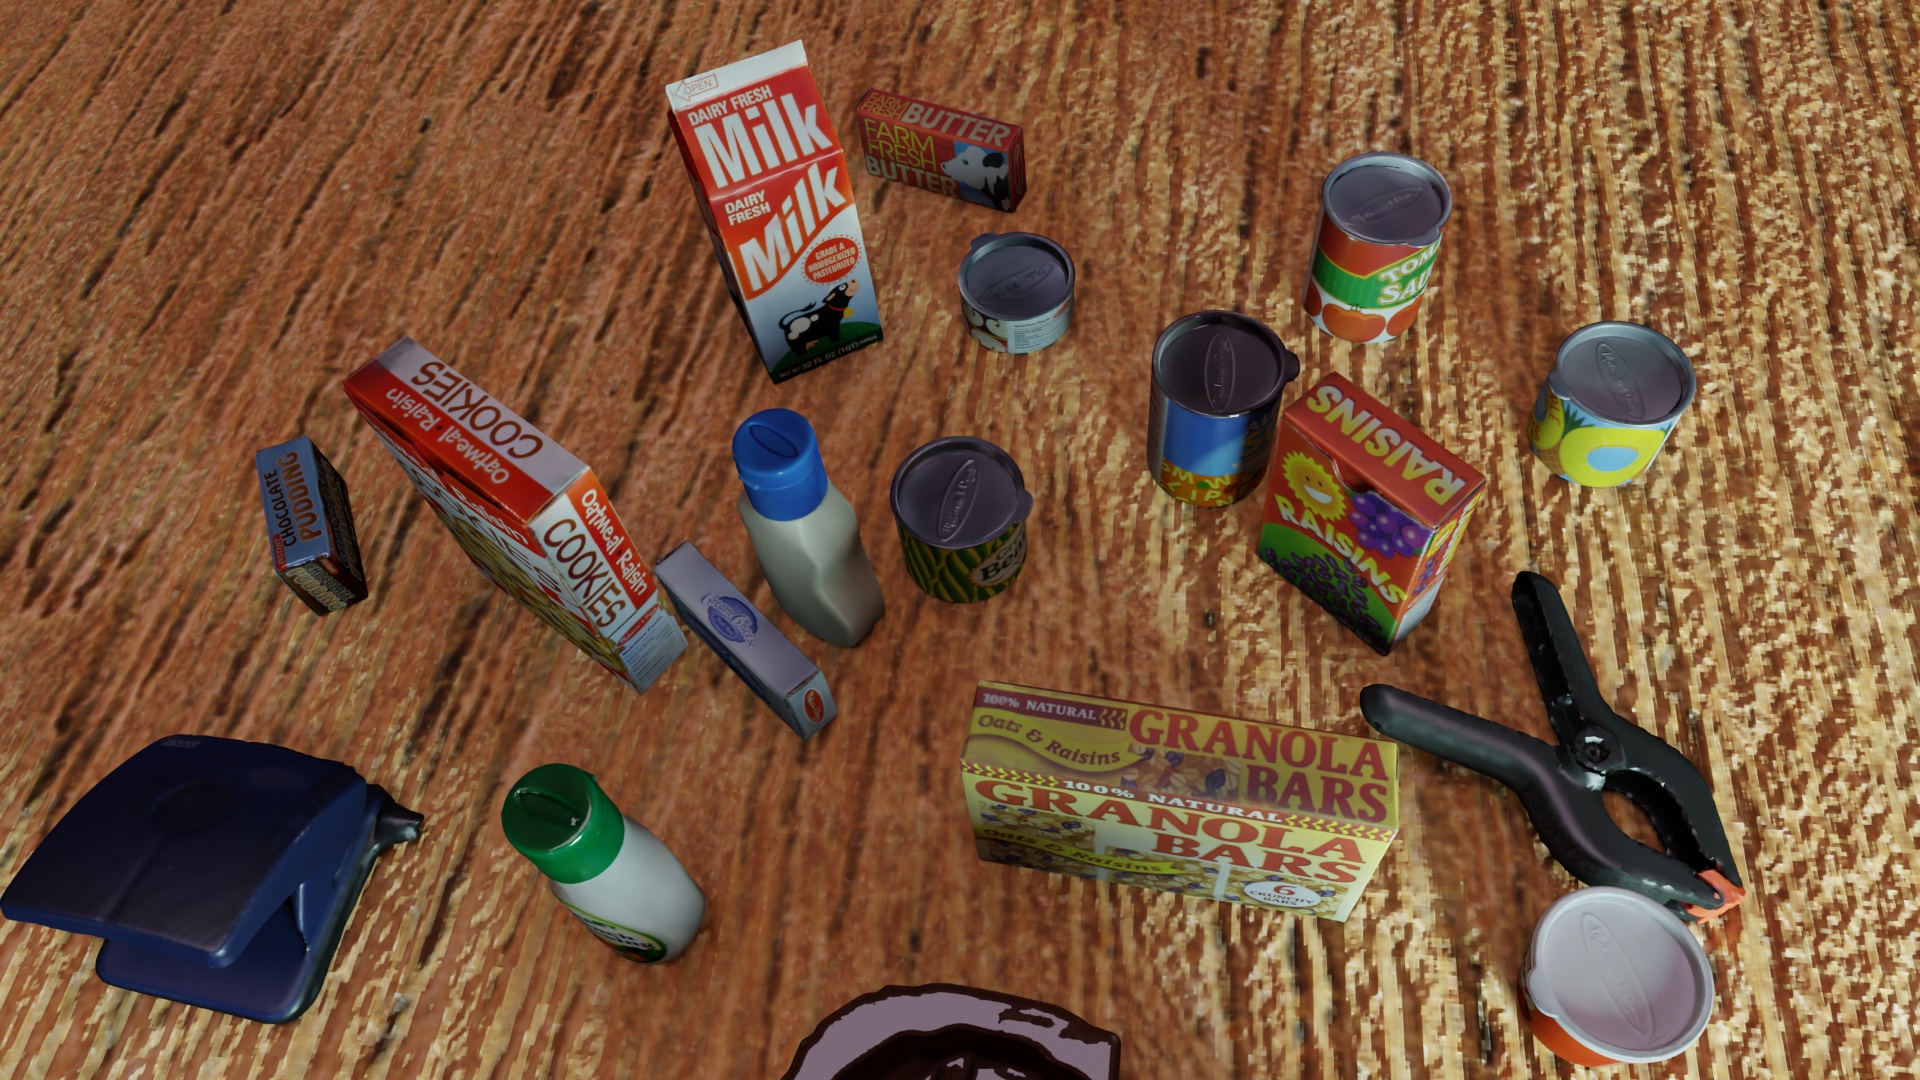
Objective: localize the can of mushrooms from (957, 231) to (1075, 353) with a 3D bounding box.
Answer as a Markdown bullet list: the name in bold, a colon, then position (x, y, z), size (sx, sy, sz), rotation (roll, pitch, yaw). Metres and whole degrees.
- **can of mushrooms**: position (0.031, -0.143, 0.795), size (0.071, 0.033, 0.071), rotation (-2, 59, 4)

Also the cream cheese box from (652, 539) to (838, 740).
- **cream cheese box**: position (-0.105, 0.049, 0.678), size (0.024, 0.053, 0.104), rotation (-41, 64, -18)

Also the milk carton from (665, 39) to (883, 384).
- **milk carton**: position (-0.098, -0.177, 0.735), size (0.072, 0.189, 0.074), rotation (-23, 60, -9)

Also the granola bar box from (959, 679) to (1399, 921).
- **granola bar box**: position (0.088, 0.111, 0.582), size (0.165, 0.123, 0.039), rotation (8, 60, 10)

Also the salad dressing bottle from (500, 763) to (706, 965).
- **salad dressing bottle**: position (-0.147, 0.135, 0.574), size (0.064, 0.147, 0.044), rotation (20, 63, 16)

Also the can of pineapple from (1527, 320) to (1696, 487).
- **can of pineapple**: position (0.328, -0.069, 0.709), size (0.071, 0.057, 0.071), rotation (-2, 59, 4)

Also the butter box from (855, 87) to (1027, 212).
- **butter box**: position (-0.012, -0.237, 0.844), size (0.103, 0.053, 0.024), rotation (20, 63, 16)

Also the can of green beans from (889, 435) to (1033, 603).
- **can of green beans**: position (0.000, -0.010, 0.702), size (0.071, 0.057, 0.071), rotation (-2, 59, 4)

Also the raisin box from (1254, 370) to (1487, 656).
- **raisin box**: position (0.186, -0.010, 0.648), size (0.040, 0.122, 0.086), rotation (-39, 63, -17)

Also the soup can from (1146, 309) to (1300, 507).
- **soup can**: position (0.132, -0.065, 0.709), size (0.071, 0.083, 0.071), rotation (-2, 59, 4)

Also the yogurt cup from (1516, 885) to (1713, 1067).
- **yogurt cup**: position (0.261, 0.181, 0.565), size (0.072, 0.053, 0.073), rotation (-2, 59, 4)

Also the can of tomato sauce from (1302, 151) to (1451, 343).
- **can of tomato sauce**: position (0.226, -0.157, 0.757), size (0.071, 0.082, 0.071), rotation (-2, 59, 4)

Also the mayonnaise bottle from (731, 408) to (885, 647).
- **mayonnaise bottle**: position (-0.073, -0.005, 0.653), size (0.065, 0.147, 0.041), rotation (33, 67, 22)

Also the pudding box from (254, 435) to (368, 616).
- **pudding box**: position (-0.344, -0.008, 0.736), size (0.030, 0.049, 0.084), rotation (-21, 59, -8)

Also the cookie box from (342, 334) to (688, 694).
- **cookie box**: position (-0.204, -0.006, 0.654), size (0.123, 0.166, 0.040), rotation (33, 67, 22)
